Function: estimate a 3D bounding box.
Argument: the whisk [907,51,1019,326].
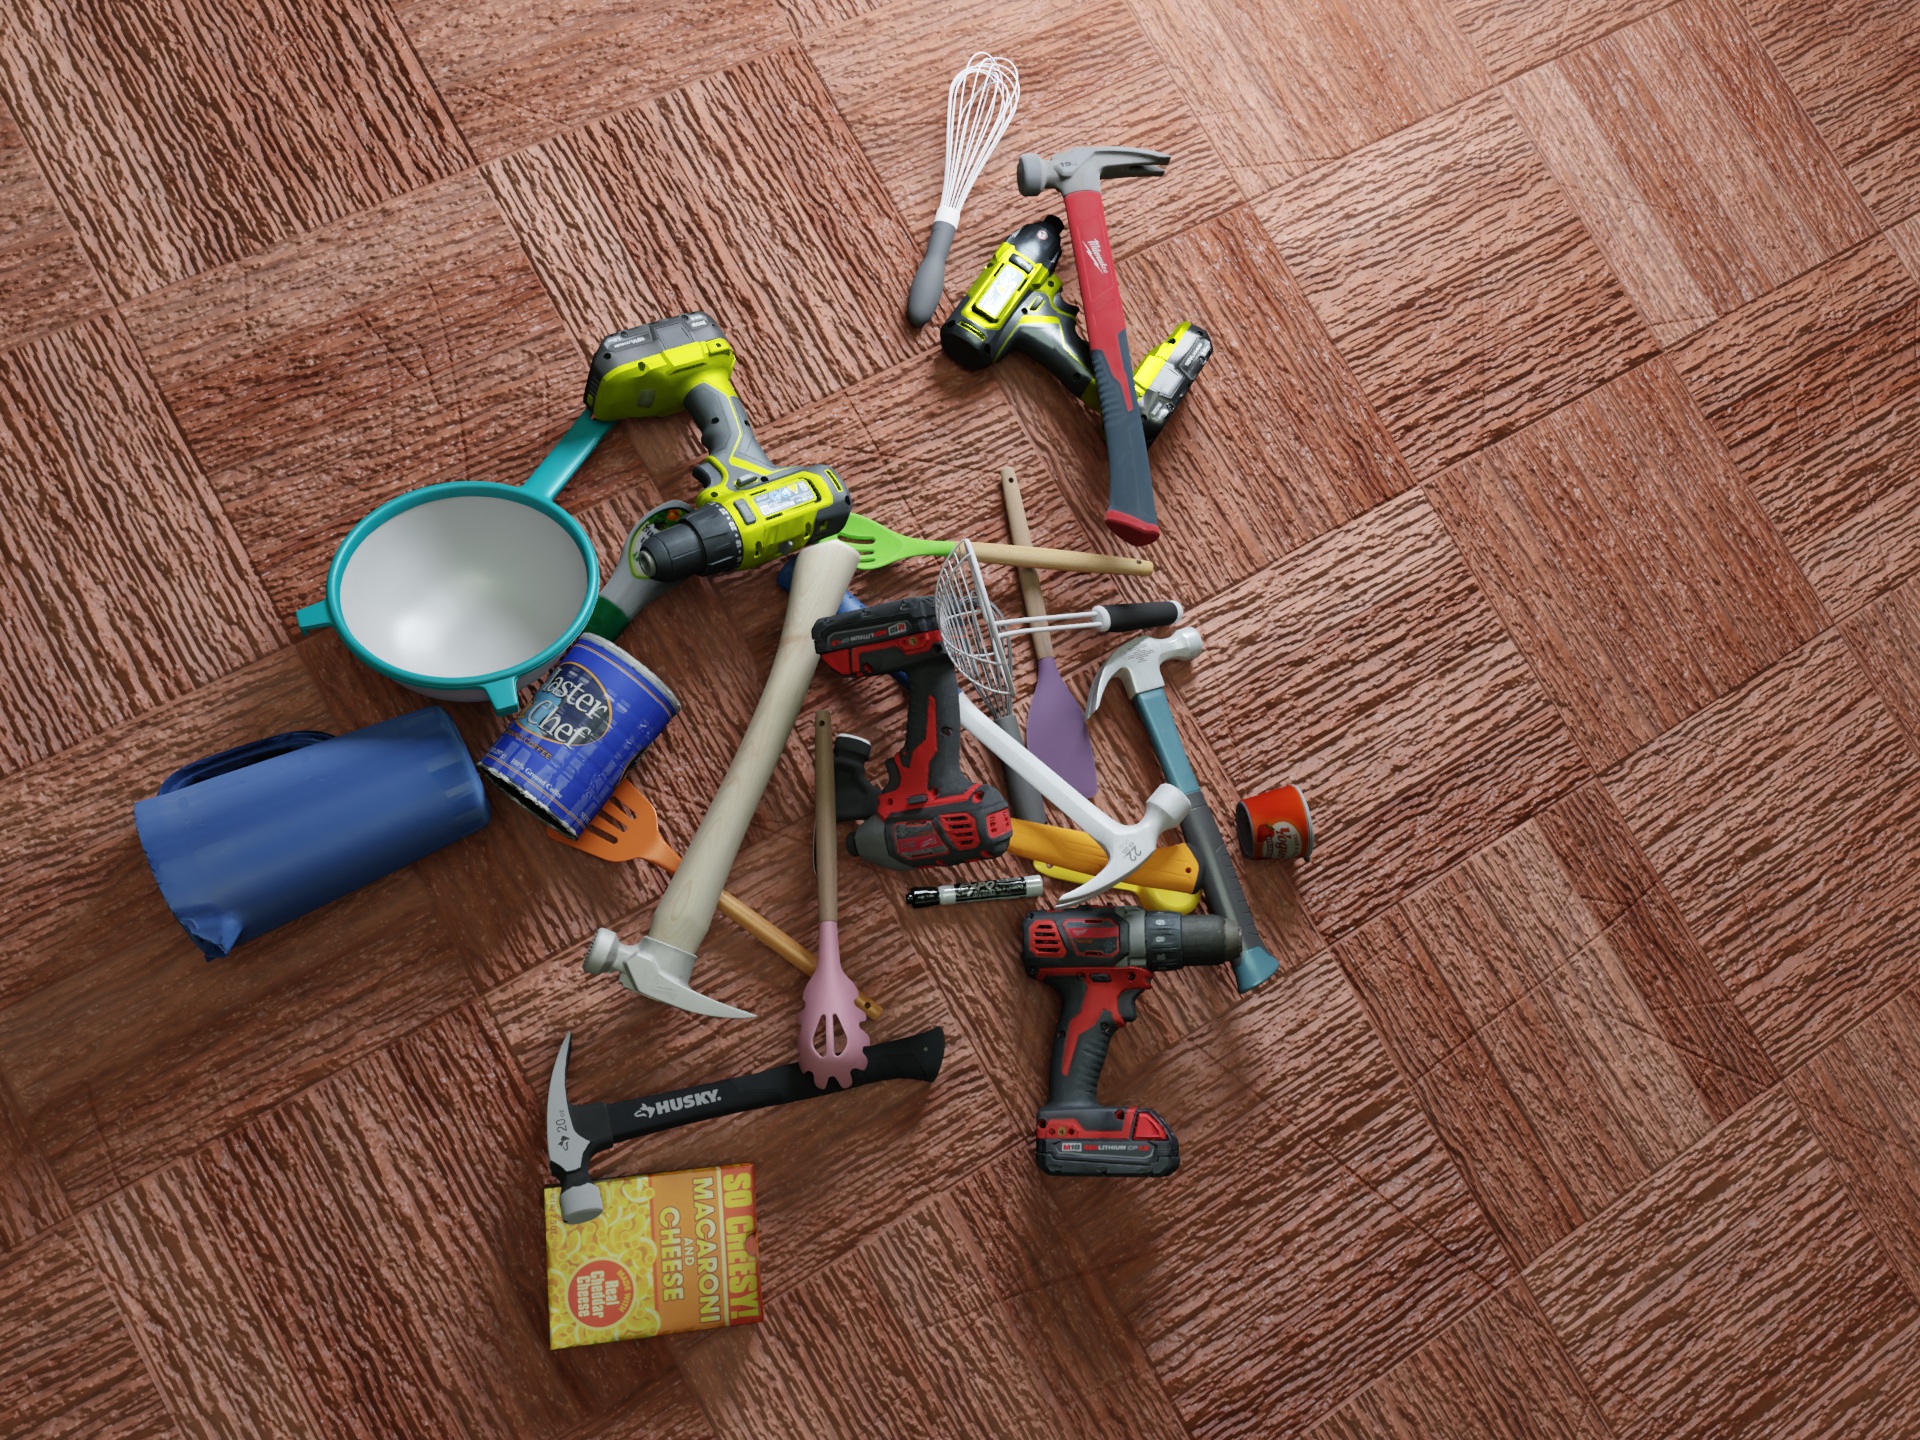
[{"bbox_3d":[-0.005,-0.505,1.512,0.070,0.070,0.285,17,80,-8],"label":"whisk"}]

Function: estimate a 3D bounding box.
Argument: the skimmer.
[{"bbox_3d":[0.104,-0.090,1.327,0.363,0.090,0.127,-9,79,-49],"label":"skimmer"}]

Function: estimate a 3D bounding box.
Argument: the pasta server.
[{"bbox_3d":[-0.111,0.144,1.325,0.060,0.040,0.316,-3,71,-1],"label":"pasta server"}]

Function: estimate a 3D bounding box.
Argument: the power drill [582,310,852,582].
[{"bbox_3d":[-0.226,-0.227,1.359,0.190,0.080,0.229,-25,74,-31],"label":"power drill"}]

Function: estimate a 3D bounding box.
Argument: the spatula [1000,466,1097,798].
[{"bbox_3d":[0.070,-0.080,1.452,0.059,0.018,0.316,-8,81,-12],"label":"spatula"}]

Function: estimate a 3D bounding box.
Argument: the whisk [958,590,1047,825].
[{"bbox_3d":[0.039,0.000,1.415,0.055,0.055,0.239,-14,85,-14],"label":"whisk"}]

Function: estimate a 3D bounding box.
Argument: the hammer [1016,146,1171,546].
[{"bbox_3d":[0.148,-0.343,1.435,0.143,0.038,0.386,-6,75,-9],"label":"hammer"}]

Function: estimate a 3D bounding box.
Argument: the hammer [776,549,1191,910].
[{"bbox_3d":[-0.002,-0.004,1.366,0.406,0.035,0.144,40,72,12],"label":"hammer"}]

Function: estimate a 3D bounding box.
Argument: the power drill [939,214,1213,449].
[{"bbox_3d":[0.116,-0.363,1.494,0.223,0.080,0.171,34,74,0],"label":"power drill"}]

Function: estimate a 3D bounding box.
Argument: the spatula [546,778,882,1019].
[{"bbox_3d":[-0.199,0.155,1.346,0.322,0.041,0.081,37,73,-6],"label":"spatula"}]

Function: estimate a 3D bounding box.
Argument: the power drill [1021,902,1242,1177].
[{"bbox_3d":[0.146,0.266,1.340,0.188,0.080,0.227,-2,76,10],"label":"power drill"}]

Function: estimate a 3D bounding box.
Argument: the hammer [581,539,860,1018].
[{"bbox_3d":[-0.165,0.042,1.328,0.146,0.038,0.411,24,78,-12],"label":"hammer"}]

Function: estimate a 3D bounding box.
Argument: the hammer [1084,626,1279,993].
[{"bbox_3d":[0.208,0.079,1.416,0.128,0.033,0.331,-14,74,-19],"label":"hammer"}]

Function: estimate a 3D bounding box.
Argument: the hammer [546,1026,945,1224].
[{"bbox_3d":[-0.170,0.298,1.300,0.334,0.035,0.146,-9,59,-19],"label":"hammer"}]

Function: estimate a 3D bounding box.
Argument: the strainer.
[{"bbox_3d":[-0.379,-0.136,1.343,0.211,0.095,0.341,22,54,7],"label":"strainer"}]

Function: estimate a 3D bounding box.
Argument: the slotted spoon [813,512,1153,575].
[{"bbox_3d":[0.020,-0.150,1.436,0.313,0.031,0.070,5,49,-6],"label":"slotted spoon"}]

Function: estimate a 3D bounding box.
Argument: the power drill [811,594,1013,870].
[{"bbox_3d":[-0.045,0.015,1.307,0.143,0.078,0.219,-11,91,26],"label":"power drill"}]

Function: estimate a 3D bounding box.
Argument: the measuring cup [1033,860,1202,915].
[{"bbox_3d":[0.142,0.139,1.412,0.156,0.029,0.062,12,76,-12],"label":"measuring cup"}]

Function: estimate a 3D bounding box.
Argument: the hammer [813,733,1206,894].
[{"bbox_3d":[0.042,0.106,1.366,0.337,0.034,0.127,12,75,3],"label":"hammer"}]
